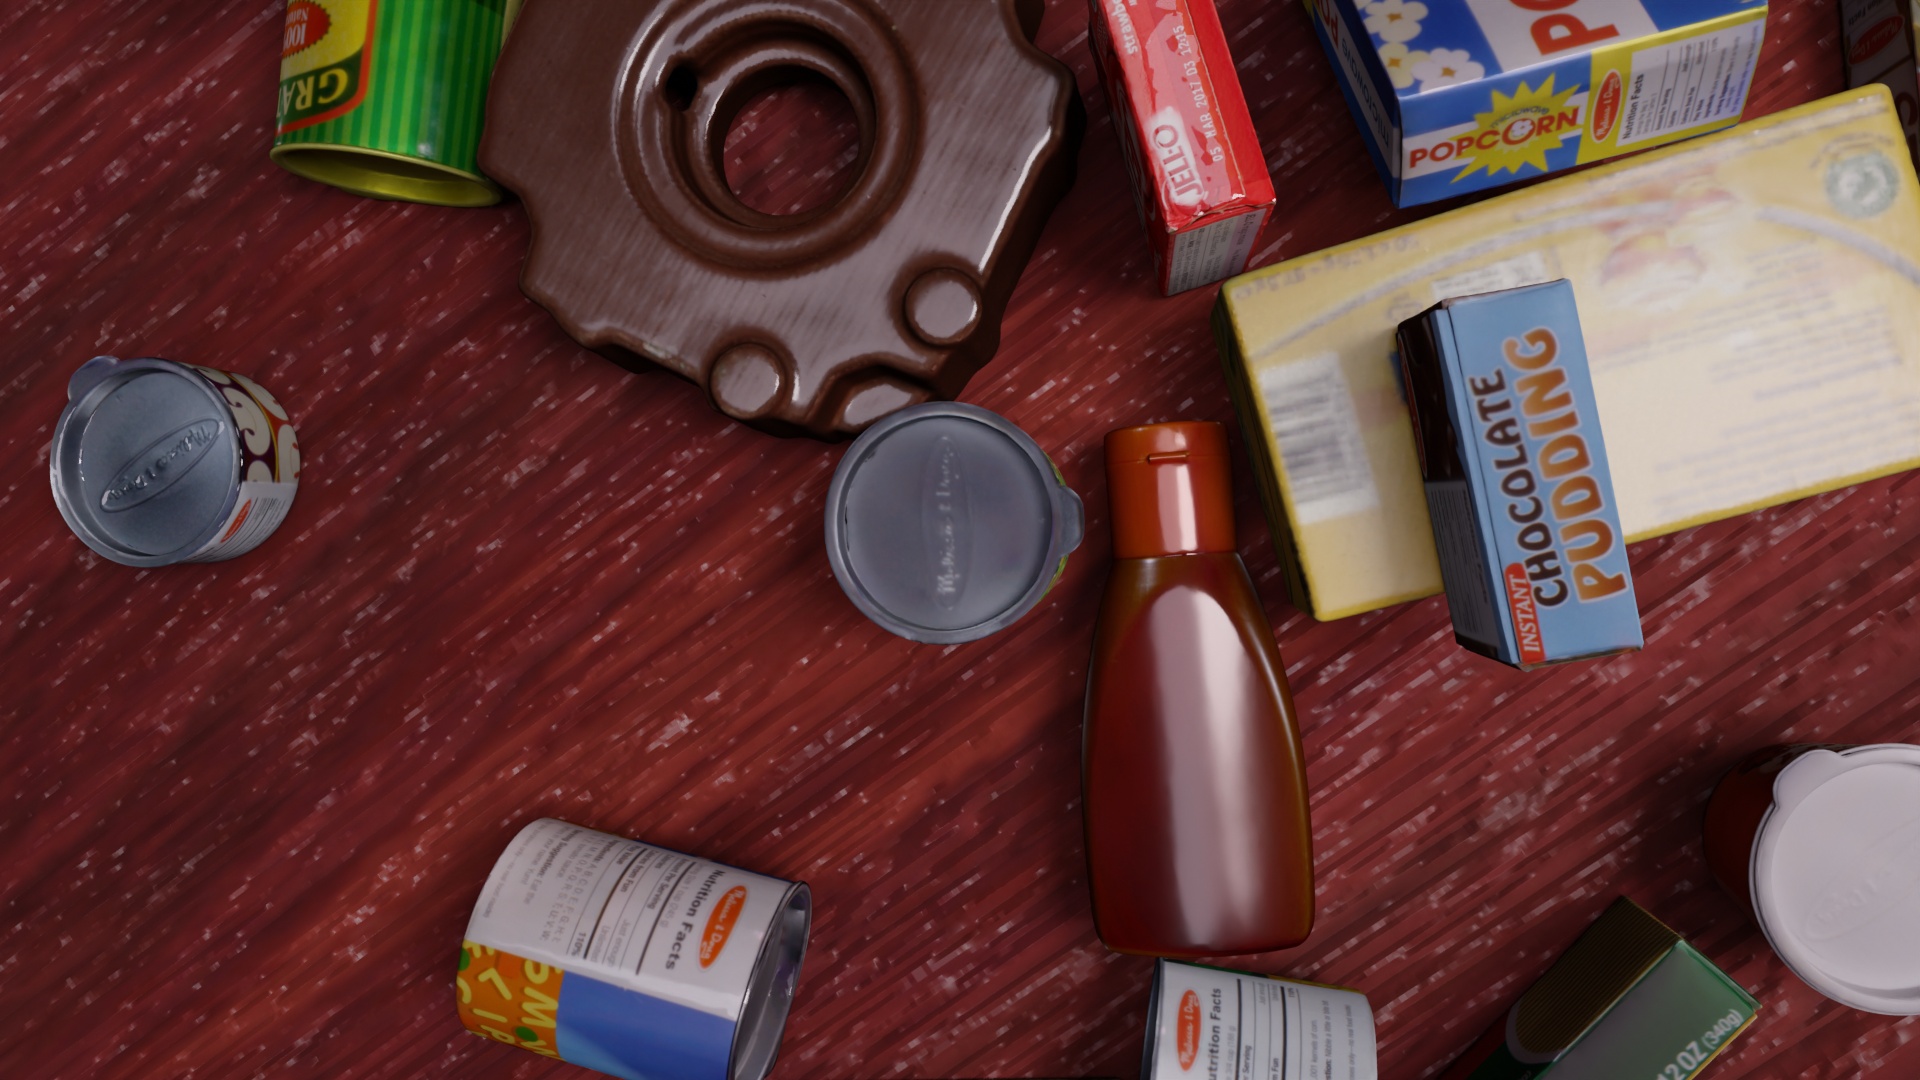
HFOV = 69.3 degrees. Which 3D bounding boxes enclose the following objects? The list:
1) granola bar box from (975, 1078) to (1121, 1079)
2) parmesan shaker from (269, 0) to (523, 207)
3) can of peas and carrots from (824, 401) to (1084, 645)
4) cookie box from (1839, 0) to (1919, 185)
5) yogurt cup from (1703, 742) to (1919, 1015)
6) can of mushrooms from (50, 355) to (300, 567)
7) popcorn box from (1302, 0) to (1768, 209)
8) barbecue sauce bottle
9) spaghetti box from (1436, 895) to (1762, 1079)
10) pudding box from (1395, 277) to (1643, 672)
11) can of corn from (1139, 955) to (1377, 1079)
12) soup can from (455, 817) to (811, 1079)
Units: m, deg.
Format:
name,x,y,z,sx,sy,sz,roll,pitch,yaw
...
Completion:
name,x,y,z,sx,sy,sz,roll,pitch,yaw
granola bar box,-0.040,0.186,0.372,0.165,0.124,0.039,-4,88,8
parmesan shaker,-0.170,-0.161,0.425,0.071,0.071,0.103,6,90,8
can of peas and carrots,0.001,-0.005,0.402,0.071,0.059,0.071,0,90,7
cookie box,0.313,-0.109,0.371,0.123,0.040,0.167,-4,88,8
yogurt cup,0.237,0.085,0.371,0.072,0.054,0.072,0,90,8
can of mushrooms,-0.254,-0.027,0.450,0.071,0.033,0.071,0,90,8
popcorn box,0.138,-0.150,0.364,0.085,0.038,0.127,-13,53,8
barbecue sauce bottle,0.065,0.041,0.401,0.065,0.043,0.148,-4,88,8
spaghetti box,0.115,0.201,0.388,0.029,0.050,0.250,44,95,8
pudding box,0.127,-0.015,0.321,0.030,0.050,0.083,-12,90,6
can of corn,0.080,0.155,0.387,0.058,0.071,0.071,7,91,7
soup can,-0.094,0.125,0.411,0.084,0.071,0.071,13,91,9
